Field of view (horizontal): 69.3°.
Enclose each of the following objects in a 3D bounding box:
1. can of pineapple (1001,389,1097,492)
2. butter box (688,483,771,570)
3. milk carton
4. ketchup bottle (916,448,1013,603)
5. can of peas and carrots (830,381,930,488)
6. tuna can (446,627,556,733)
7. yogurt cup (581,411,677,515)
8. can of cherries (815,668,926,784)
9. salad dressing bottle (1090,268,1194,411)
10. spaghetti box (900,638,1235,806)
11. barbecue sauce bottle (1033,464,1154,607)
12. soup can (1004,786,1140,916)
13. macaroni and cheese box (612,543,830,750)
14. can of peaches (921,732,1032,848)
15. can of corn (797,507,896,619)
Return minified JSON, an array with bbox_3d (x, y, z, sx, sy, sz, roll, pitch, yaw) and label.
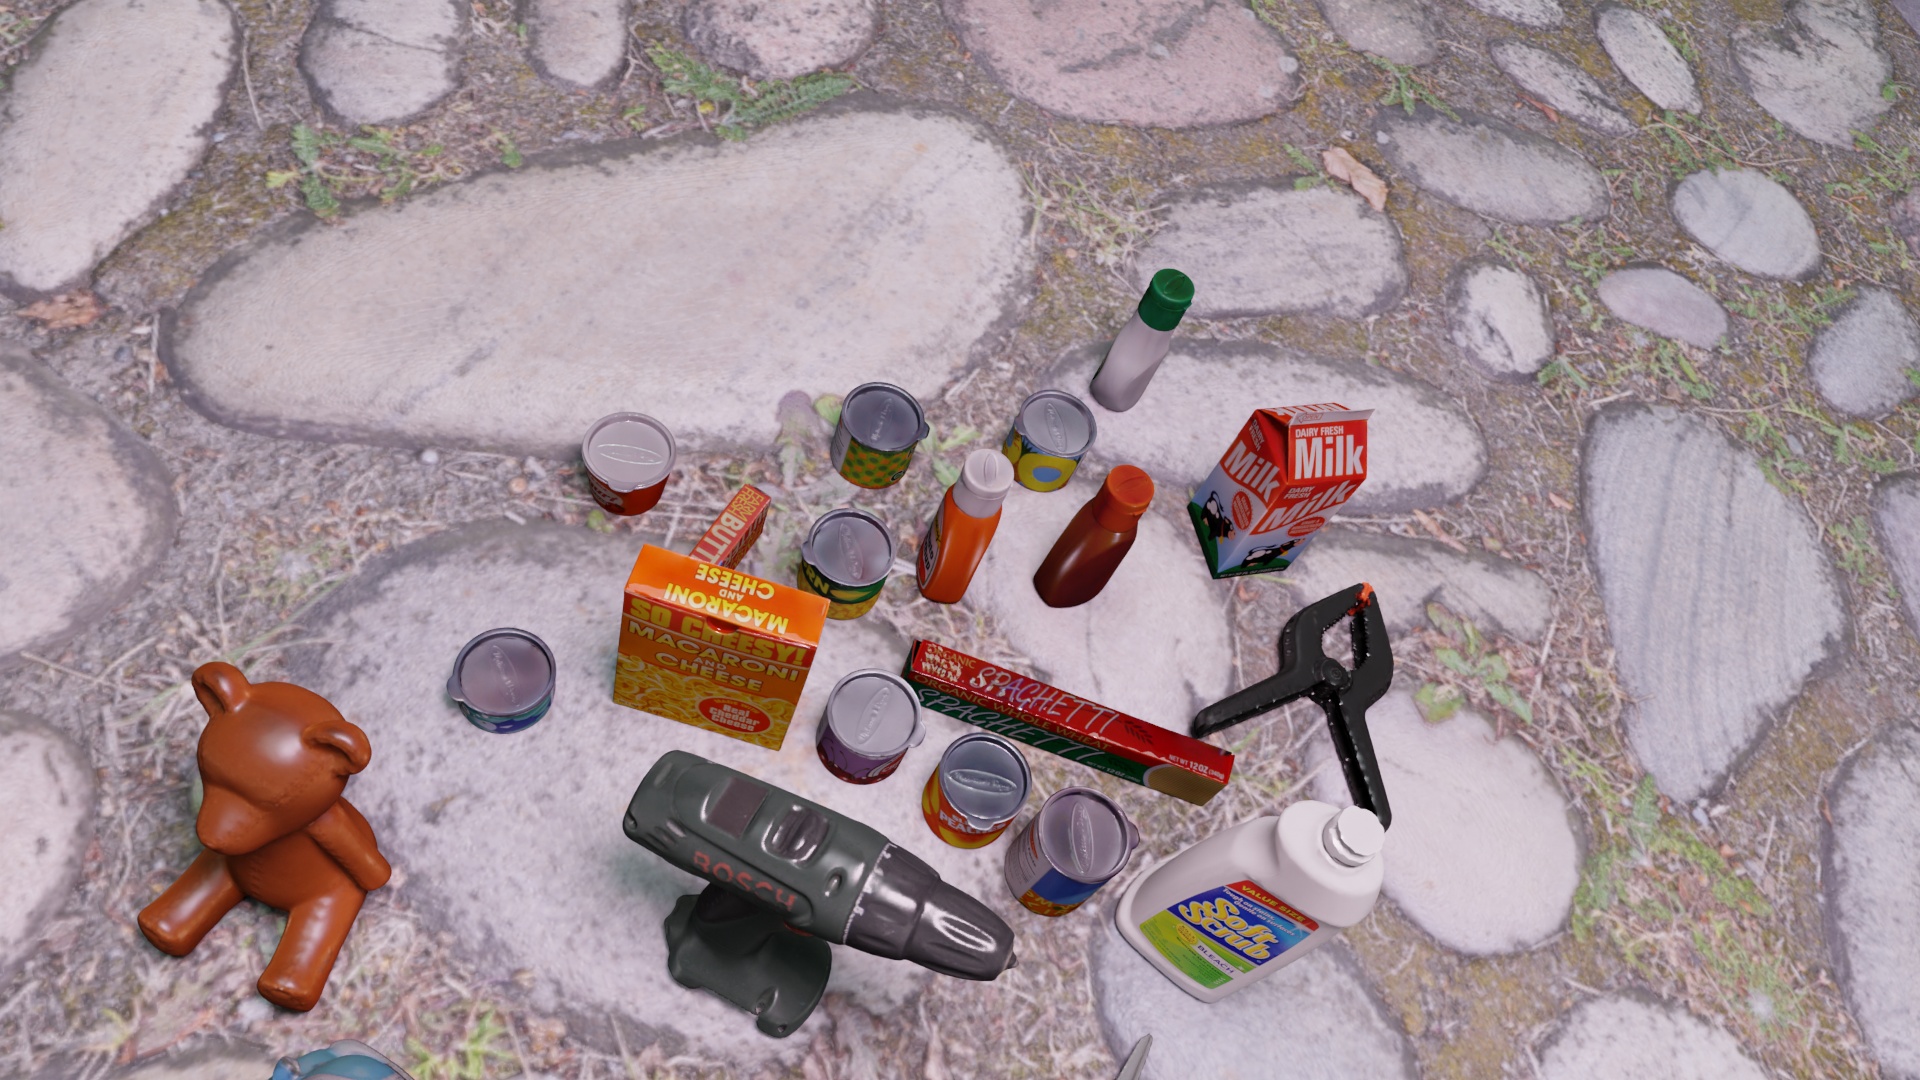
[{"bbox_3d":[0.071,-0.082,1.146,0.071,0.057,0.071,7,58,-12],"label":"can of pineapple"},{"bbox_3d":[-0.178,0.010,1.020,0.024,0.052,0.104,30,56,3],"label":"butter box"},{"bbox_3d":[0.254,-0.048,1.100,0.072,0.189,0.074,-5,62,-19],"label":"milk carton"},{"bbox_3d":[0.004,-0.013,1.030,0.043,0.148,0.065,9,58,-11],"label":"ketchup bottle"},{"bbox_3d":[-0.064,-0.082,1.106,0.071,0.058,0.071,7,58,-12],"label":"can of peas and carrots"},{"bbox_3d":[-0.310,0.096,0.941,0.071,0.032,0.071,7,58,-12],"label":"tuna can"},{"bbox_3d":[-0.248,-0.055,1.038,0.072,0.053,0.073,7,58,-12],"label":"yogurt cup"},{"bbox_3d":[-0.063,0.133,0.975,0.071,0.058,0.072,7,58,-12],"label":"can of cherries"},{"bbox_3d":[0.154,-0.168,1.169,0.044,0.147,0.064,42,58,10],"label":"salad dressing bottle"},{"bbox_3d":[0.075,0.135,1.020,0.250,0.050,0.029,20,56,-4],"label":"spaghetti box"},{"bbox_3d":[0.105,-0.003,1.053,0.065,0.147,0.044,-20,67,-26],"label":"barbecue sauce bottle"},{"bbox_3d":[0.075,0.214,0.951,0.071,0.083,0.071,7,58,-12],"label":"soup can"},{"bbox_3d":[-0.161,0.076,0.917,0.124,0.165,0.040,17,57,-6],"label":"macaroni and cheese box"},{"bbox_3d":[0.010,0.178,0.970,0.071,0.057,0.071,7,58,-12],"label":"can of peaches"},{"bbox_3d":[-0.088,0.019,1.038,0.071,0.058,0.071,7,58,-12],"label":"can of corn"}]
